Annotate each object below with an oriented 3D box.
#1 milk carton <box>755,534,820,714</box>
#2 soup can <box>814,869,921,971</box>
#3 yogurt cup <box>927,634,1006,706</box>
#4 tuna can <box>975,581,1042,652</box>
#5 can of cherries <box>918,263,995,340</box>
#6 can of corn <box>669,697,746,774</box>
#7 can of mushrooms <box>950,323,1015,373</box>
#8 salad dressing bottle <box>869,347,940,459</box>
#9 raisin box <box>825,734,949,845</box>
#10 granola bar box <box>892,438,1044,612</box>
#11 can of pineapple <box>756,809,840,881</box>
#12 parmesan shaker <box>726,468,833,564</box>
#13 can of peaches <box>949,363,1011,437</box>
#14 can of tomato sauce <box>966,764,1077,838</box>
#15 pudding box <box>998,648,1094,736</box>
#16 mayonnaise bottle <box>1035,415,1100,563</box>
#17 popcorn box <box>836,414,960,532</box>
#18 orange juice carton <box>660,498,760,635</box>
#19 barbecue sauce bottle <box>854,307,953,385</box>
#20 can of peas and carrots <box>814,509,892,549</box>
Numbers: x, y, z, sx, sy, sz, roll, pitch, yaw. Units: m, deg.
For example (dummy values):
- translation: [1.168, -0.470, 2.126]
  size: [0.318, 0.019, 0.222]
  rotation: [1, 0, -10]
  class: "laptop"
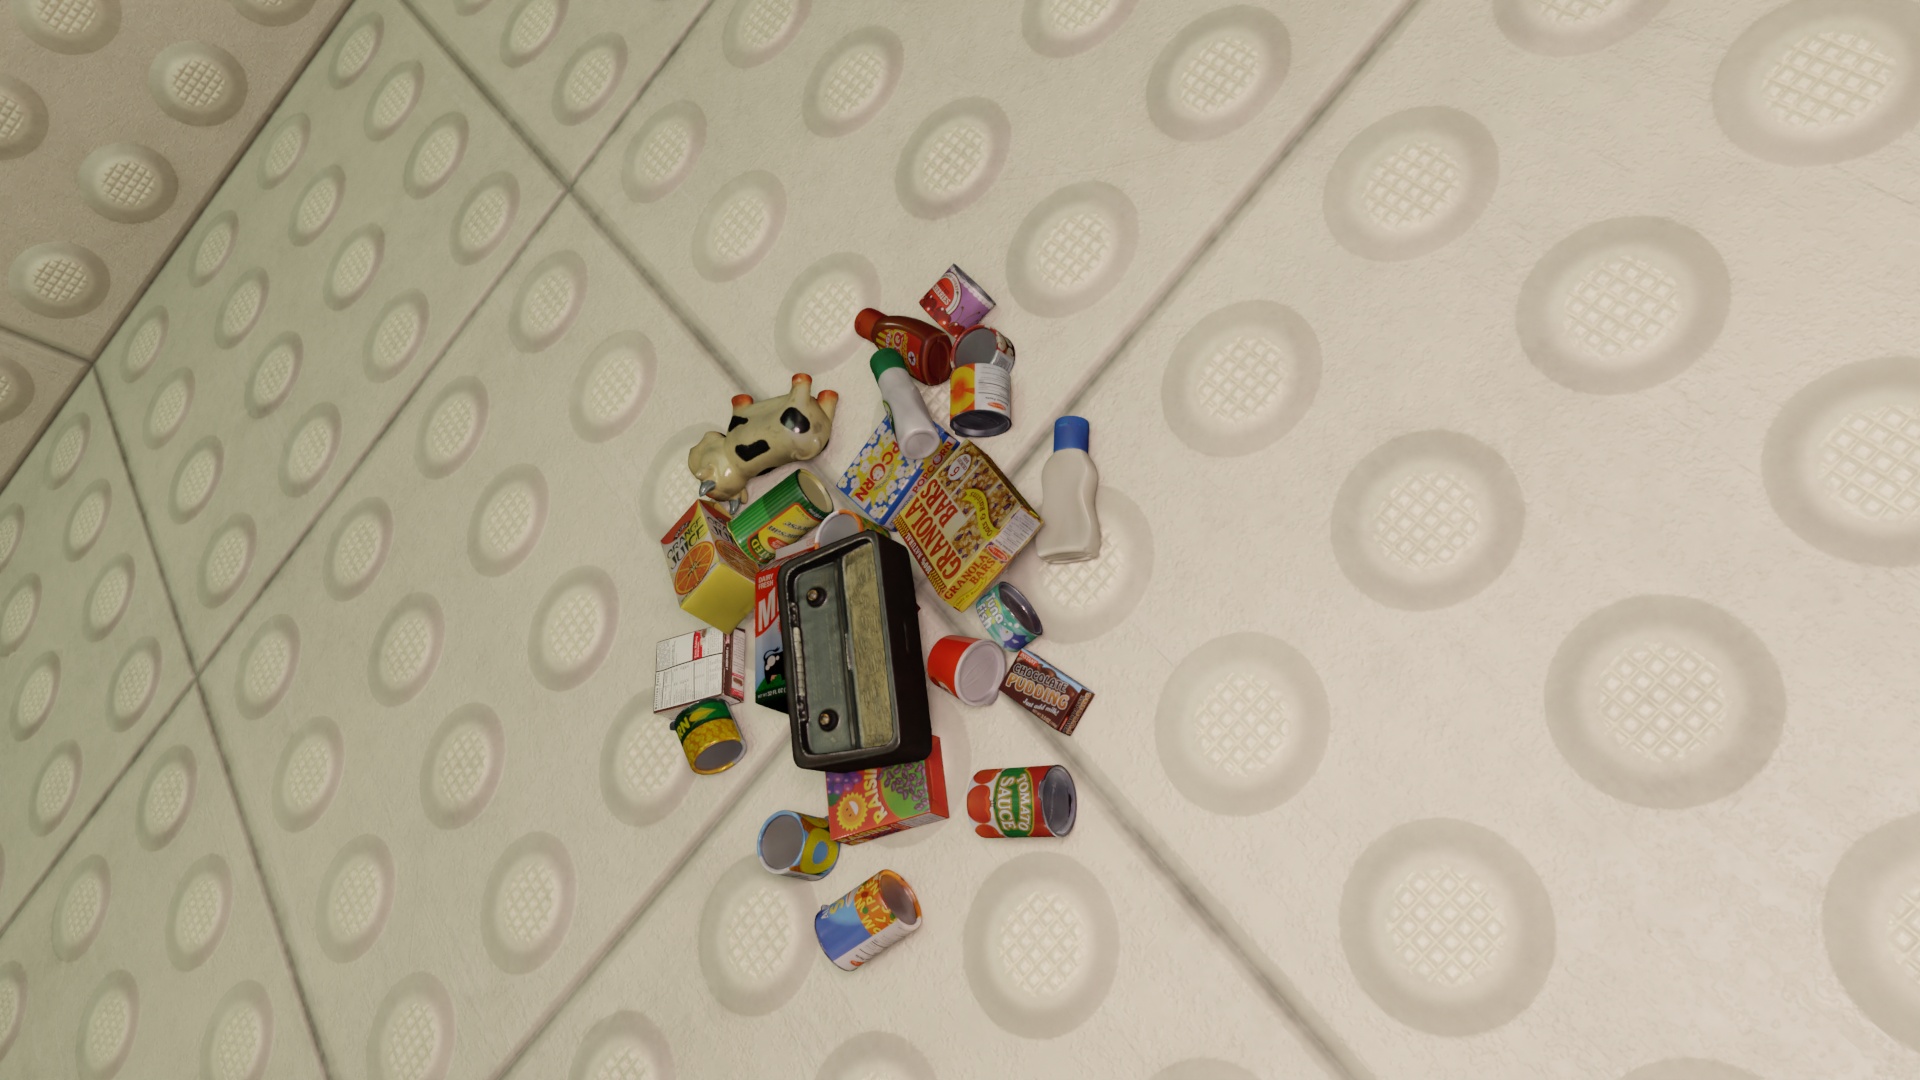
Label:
- translation: [-0.175, 0.088, 1.519]
  size: [0.072, 0.073, 0.191]
  rotation: [-18, 62, 28]
  class: "milk carton"
- translation: [-0.091, 0.367, 1.354]
  size: [0.083, 0.071, 0.071]
  rotation: [-37, 55, 17]
  class: "soup can"
- translation: [0.004, 0.127, 1.388]
  size: [0.054, 0.072, 0.072]
  rotation: [14, 80, 46]
  class: "yogurt cup"
- translation: [0.047, 0.075, 1.373]
  size: [0.032, 0.071, 0.071]
  rotation: [-39, 54, 18]
  class: "tuna can"
- translation: [-0.005, -0.266, 1.545]
  size: [0.058, 0.071, 0.072]
  rotation: [-46, 53, 12]
  class: "can of cherries"
- translation: [-0.280, 0.219, 1.541]
  size: [0.071, 0.071, 0.058]
  rotation: [-42, 54, 14]
  class: "can of corn"
- translation: [0.023, -0.203, 1.525]
  size: [0.071, 0.033, 0.071]
  rotation: [-13, 66, 31]
  class: "can of mushrooms"
- translation: [-0.063, -0.150, 1.499]
  size: [0.044, 0.064, 0.148]
  rotation: [-24, 48, 1]
  class: "salad dressing bottle"
- translation: [-0.076, 0.252, 1.408]
  size: [0.123, 0.040, 0.086]
  rotation: [-21, 62, 25]
  class: "raisin box"
- translation: [0.005, -0.018, 1.427]
  size: [0.124, 0.039, 0.166]
  rotation: [-48, 33, 8]
  class: "granola bar box"
- translation: [-0.167, 0.313, 1.433]
  size: [0.071, 0.058, 0.071]
  rotation: [-13, 65, 30]
  class: "can of pineapple"
- translation: [-0.205, -0.028, 1.587]
  size: [0.103, 0.071, 0.071]
  rotation: [-36, 56, 18]
  class: "parmesan shaker"
- translation: [0.020, -0.149, 1.485]
  size: [0.071, 0.071, 0.058]
  rotation: [-13, 65, 30]
  class: "can of peaches"
- translation: [0.056, 0.245, 1.299]
  size: [0.083, 0.071, 0.071]
  rotation: [-9, 67, 32]
  class: "can of tomato sauce"
- translation: [0.083, 0.146, 1.346]
  size: [0.084, 0.030, 0.049]
  rotation: [32, 91, 38]
  class: "pudding box"
- translation: [0.110, -0.052, 1.400]
  size: [0.064, 0.041, 0.148]
  rotation: [-8, 66, 30]
  class: "mayonnaise bottle"
- translation: [-0.070, -0.084, 1.538]
  size: [0.085, 0.038, 0.126]
  rotation: [40, 96, 39]
  class: "popcorn box"
- translation: [-0.291, 0.018, 1.610]
  size: [0.071, 0.073, 0.193]
  rotation: [-47, 35, 11]
  class: "orange juice carton"
- translation: [-0.067, -0.228, 1.583]
  size: [0.149, 0.044, 0.064]
  rotation: [34, 135, 45]
  class: "barbecue sauce bottle"
- translation: [-0.115, 0.006, 1.520]
  size: [0.071, 0.058, 0.071]
  rotation: [-13, 65, 31]
  class: "can of peas and carrots"
